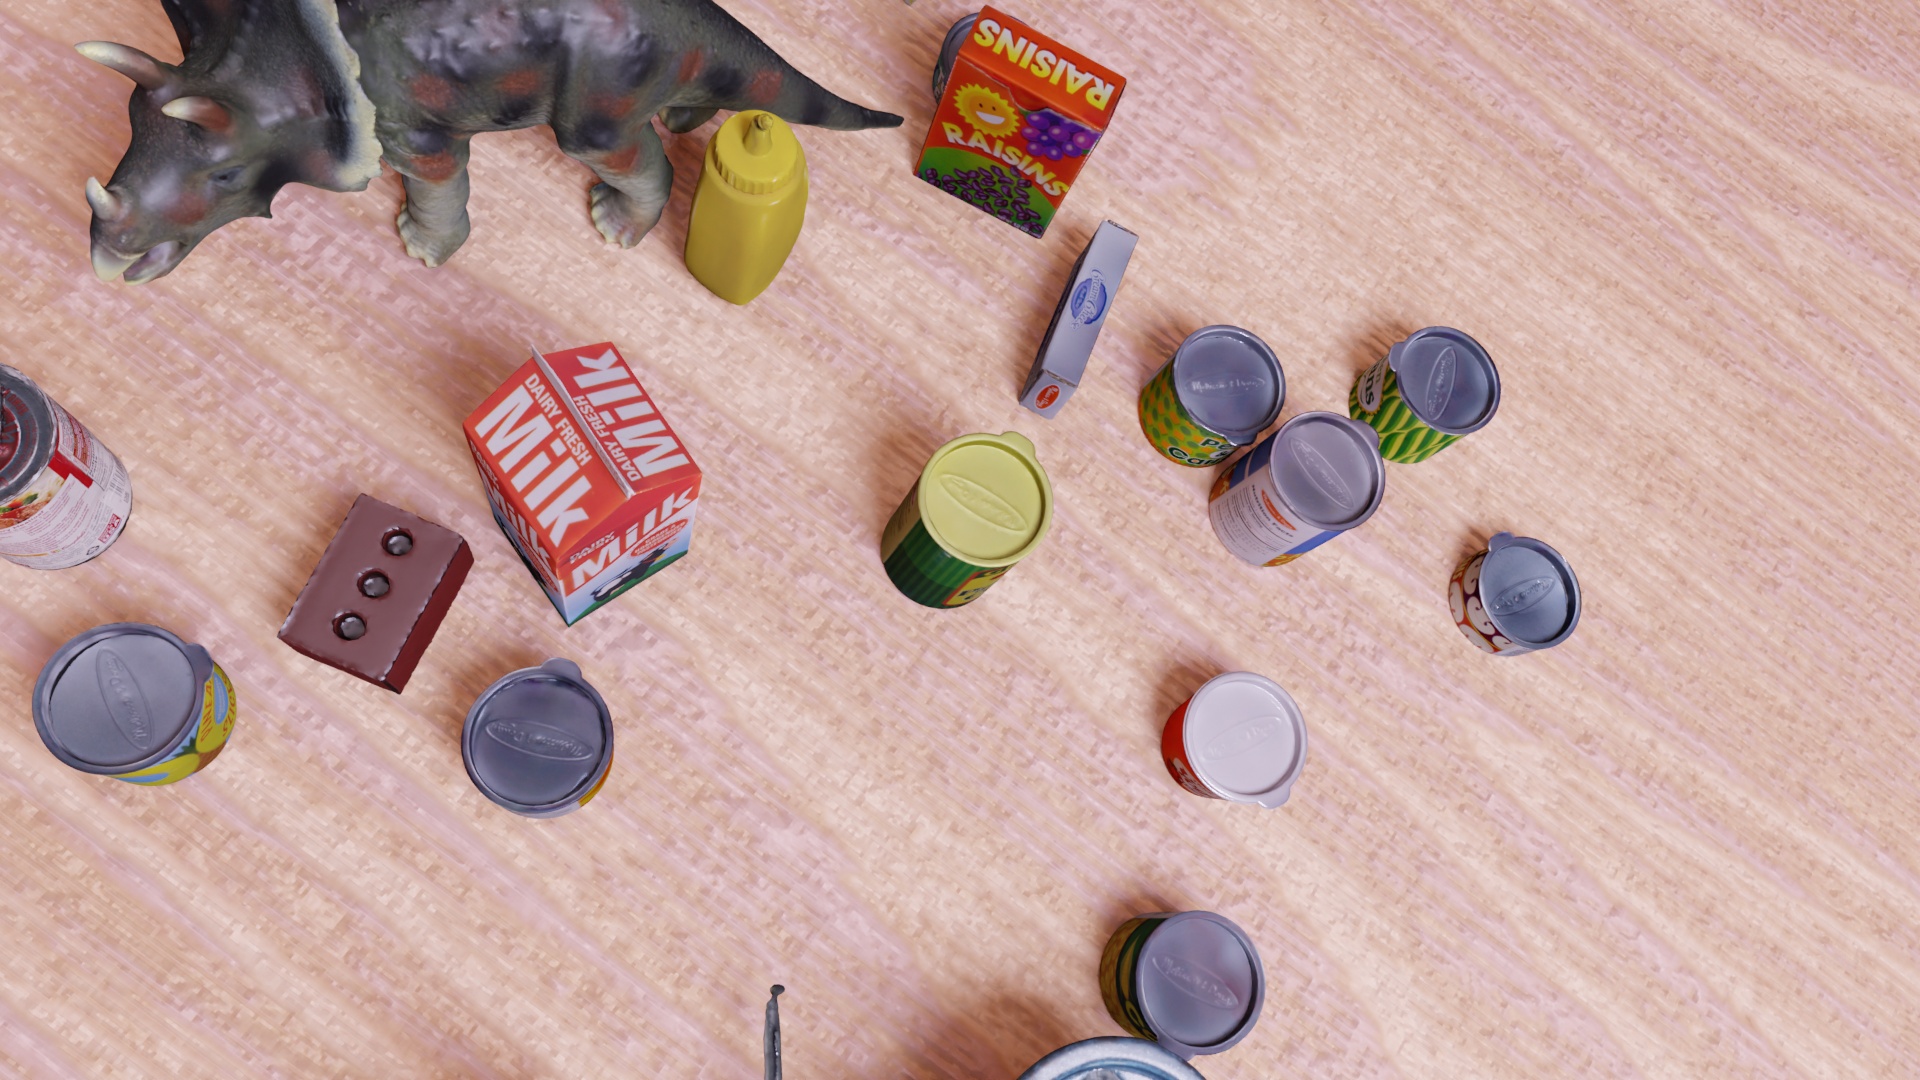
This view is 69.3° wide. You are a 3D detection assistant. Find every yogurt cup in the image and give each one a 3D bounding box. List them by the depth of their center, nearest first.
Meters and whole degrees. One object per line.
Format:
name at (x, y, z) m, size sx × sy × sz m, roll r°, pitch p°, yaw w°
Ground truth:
yogurt cup at (0.140, 0.106, 0.731) m, size 0.072 × 0.053 × 0.072 m, roll 3°, pitch 74°, yaw -12°

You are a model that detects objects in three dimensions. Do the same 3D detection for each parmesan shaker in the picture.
parmesan shaker at (0.003, -0.009, 0.704) m, size 0.071 × 0.102 × 0.071 m, roll 3°, pitch 74°, yaw -12°

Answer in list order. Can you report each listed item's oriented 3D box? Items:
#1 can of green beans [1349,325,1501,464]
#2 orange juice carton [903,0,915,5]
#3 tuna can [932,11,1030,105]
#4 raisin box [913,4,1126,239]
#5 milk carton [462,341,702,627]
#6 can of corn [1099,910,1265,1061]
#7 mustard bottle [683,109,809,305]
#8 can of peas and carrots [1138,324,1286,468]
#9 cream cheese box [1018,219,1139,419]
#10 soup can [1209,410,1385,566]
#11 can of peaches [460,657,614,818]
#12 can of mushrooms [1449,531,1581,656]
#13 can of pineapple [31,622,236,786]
can of green beans at (0.270, -0.084, 0.813) m, size 0.071 × 0.057 × 0.071 m, roll 3°, pitch 74°, yaw -12°
orange juice carton at (-0.012, -0.393, 0.761) m, size 0.072 × 0.192 × 0.073 m, roll 43°, pitch 70°, yaw 1°
tuna can at (0.016, -0.273, 0.819) m, size 0.071 × 0.032 × 0.071 m, roll 3°, pitch 74°, yaw -12°
raisin box at (0.029, -0.225, 0.760) m, size 0.086 × 0.123 × 0.040 m, roll 27°, pitch 71°, yaw -5°
milk carton at (-0.167, -0.025, 0.622) m, size 0.074 × 0.190 × 0.072 m, roll -34°, pitch 85°, yaw -19°
can of corn at (0.107, 0.220, 0.689) m, size 0.071 × 0.058 × 0.071 m, roll 3°, pitch 74°, yaw -12°
mustard bottle at (-0.105, -0.174, 0.695) m, size 0.049 × 0.159 × 0.065 m, roll 33°, pitch 70°, yaw -3°
can of peas and carrots at (0.141, -0.077, 0.780) m, size 0.071 × 0.058 × 0.071 m, roll 3°, pitch 74°, yaw -12°
cream cheese box at (0.065, -0.123, 0.778) m, size 0.024 × 0.053 × 0.104 m, roll 25°, pitch 71°, yaw -6°
soup can at (0.185, -0.028, 0.763) m, size 0.071 × 0.083 × 0.071 m, roll 3°, pitch 74°, yaw -12°
can of peaches at (-0.195, 0.094, 0.652) m, size 0.071 × 0.058 × 0.071 m, roll 3°, pitch 74°, yaw -12°
can of mushrooms at (0.320, 0.031, 0.806) m, size 0.071 × 0.033 × 0.071 m, roll 3°, pitch 74°, yaw -12°
can of pineapple at (-0.363, 0.074, 0.618) m, size 0.071 × 0.057 × 0.071 m, roll 3°, pitch 74°, yaw -12°
